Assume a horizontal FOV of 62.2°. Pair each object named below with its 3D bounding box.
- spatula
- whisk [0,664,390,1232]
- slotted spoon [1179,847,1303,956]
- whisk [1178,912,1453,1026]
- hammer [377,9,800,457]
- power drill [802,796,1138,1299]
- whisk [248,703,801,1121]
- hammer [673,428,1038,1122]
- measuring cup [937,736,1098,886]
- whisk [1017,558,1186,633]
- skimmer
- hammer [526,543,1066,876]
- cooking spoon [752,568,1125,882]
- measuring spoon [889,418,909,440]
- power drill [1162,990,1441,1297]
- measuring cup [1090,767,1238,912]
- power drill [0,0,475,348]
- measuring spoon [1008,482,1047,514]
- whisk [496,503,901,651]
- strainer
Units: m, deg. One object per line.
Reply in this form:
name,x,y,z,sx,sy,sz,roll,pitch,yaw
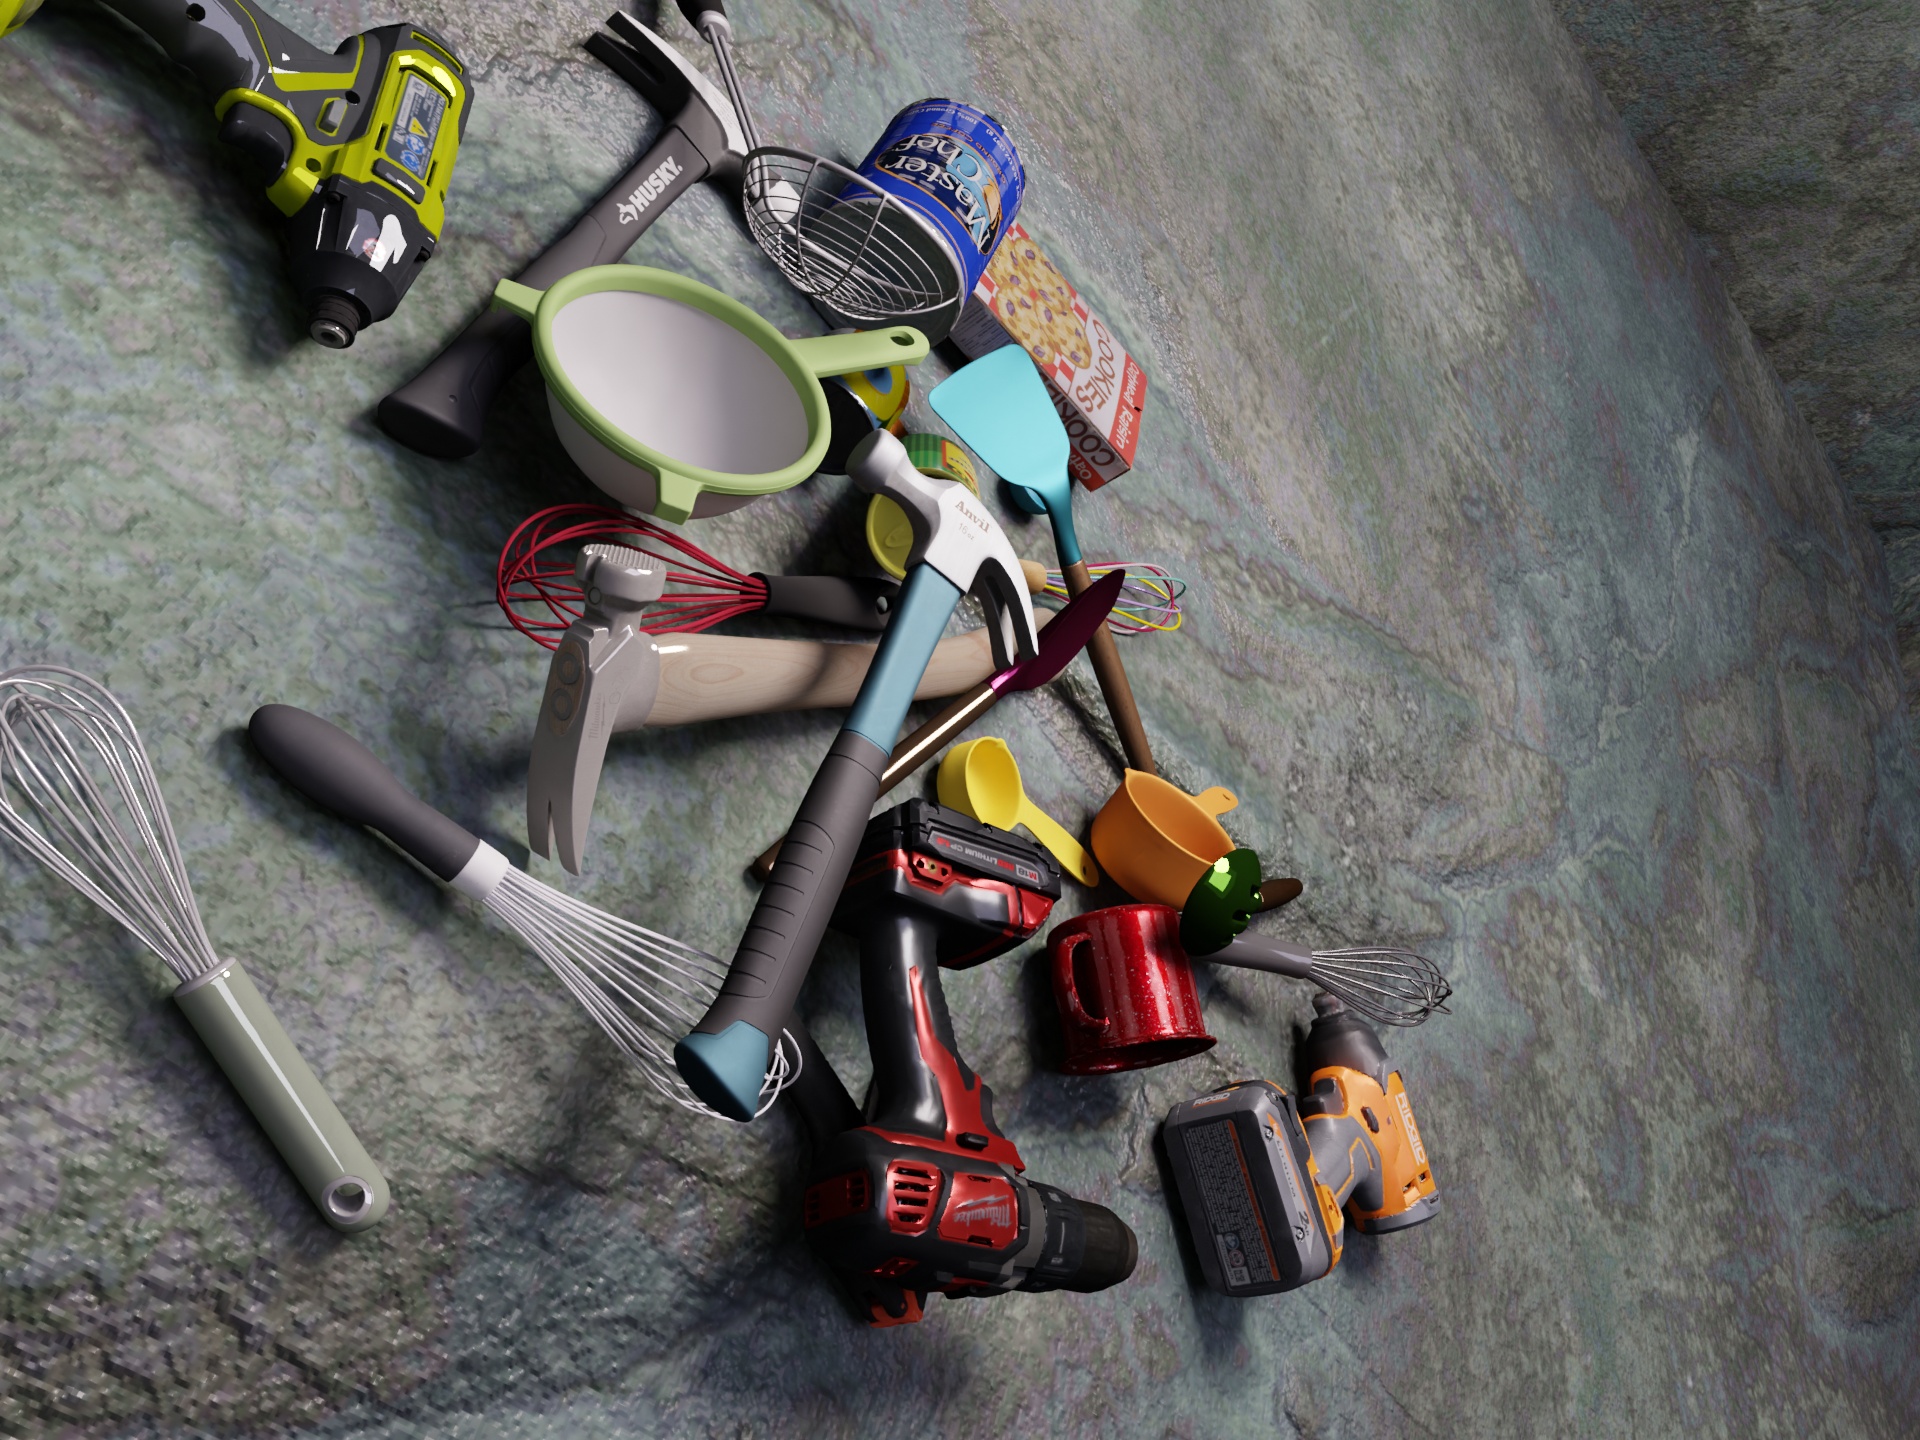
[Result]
spatula,0.072,-0.080,1.016,0.082,0.044,0.317,-37,118,-30
whisk,-0.282,0.088,0.584,0.058,0.059,0.246,-31,103,-13
slotted spoon,0.192,0.113,1.021,0.070,0.031,0.313,-64,161,6
whisk,0.228,0.163,1.060,0.238,0.055,0.055,16,59,-19
hammer,-0.200,-0.248,0.831,0.146,0.035,0.335,47,44,-23
power drill,0.009,0.170,0.788,0.187,0.080,0.227,24,50,-36
whisk,-0.181,0.083,0.686,0.284,0.070,0.070,41,47,-21
hammer,-0.051,0.023,0.738,0.128,0.033,0.331,37,58,-25
measuring cup,0.036,0.065,0.963,0.156,0.029,0.062,43,46,-42
whisk,0.067,-0.089,1.046,0.244,0.051,0.047,5,75,-43
skimmer,-0.099,-0.362,0.887,0.127,0.090,0.364,38,28,-59
hammer,-0.059,-0.016,0.852,0.410,0.038,0.146,-7,117,-56
cooking spoon,-0.001,-0.003,0.900,0.017,0.068,0.319,37,52,18
measuring spoon,-0.021,-0.155,1.001,0.117,0.011,0.021,58,41,-11
power drill,0.225,0.267,1.031,0.226,0.084,0.164,-1,71,-52
measuring cup,0.142,0.076,1.043,0.095,0.052,0.173,43,20,15
power drill,-0.324,-0.273,0.677,0.223,0.080,0.171,30,53,-40
measuring spoon,0.057,-0.179,1.100,0.042,0.021,0.129,49,35,-18
whisk,-0.119,-0.066,0.821,0.295,0.073,0.073,-1,73,-54
strainer,-0.112,-0.163,0.818,0.151,0.069,0.256,50,40,13
